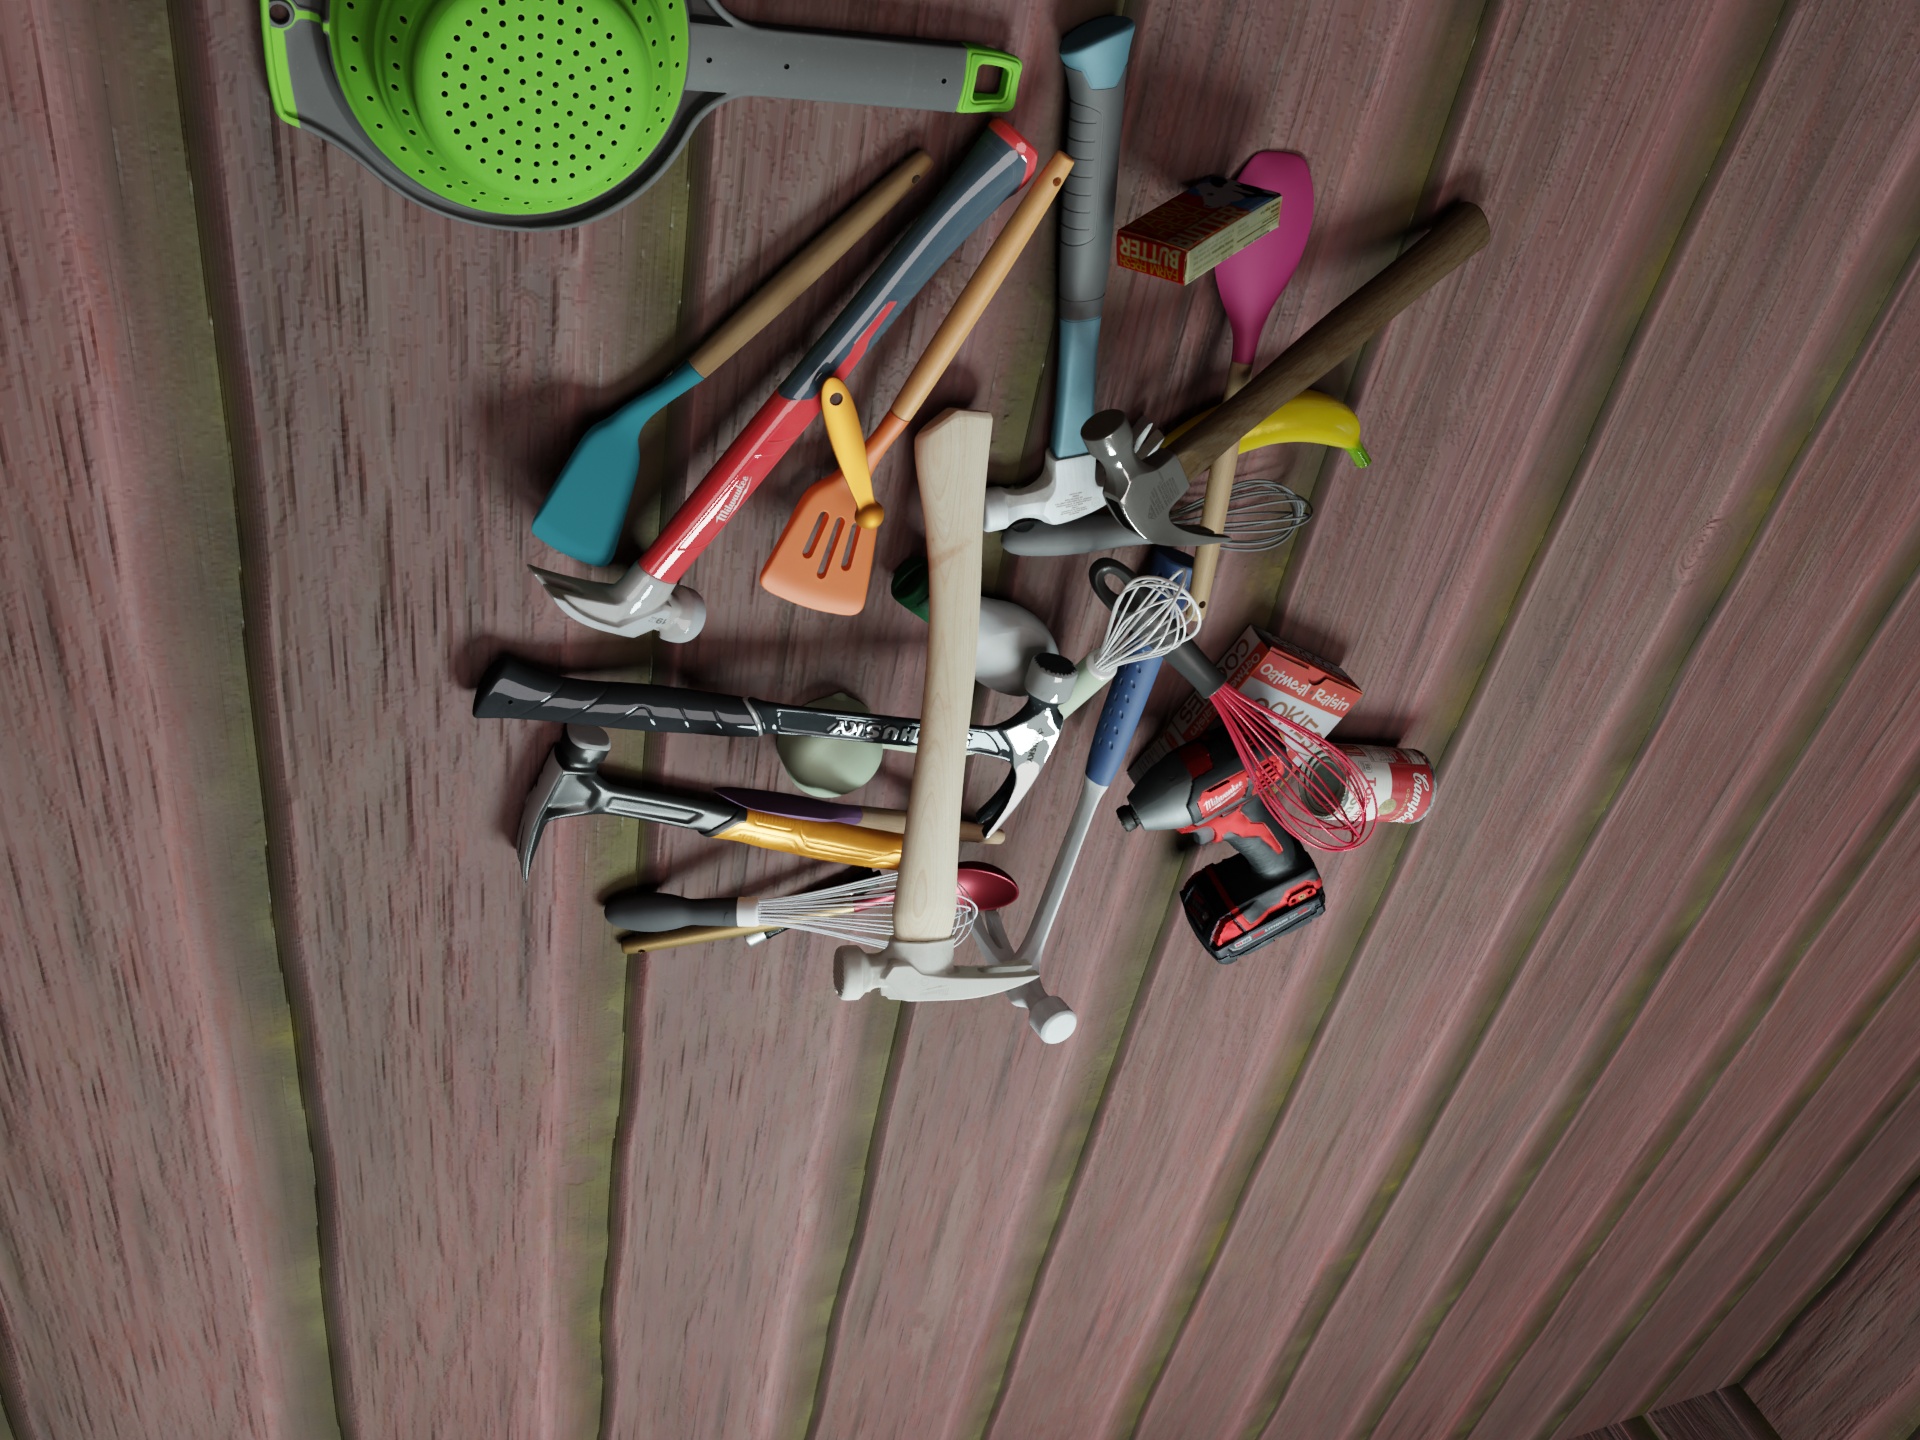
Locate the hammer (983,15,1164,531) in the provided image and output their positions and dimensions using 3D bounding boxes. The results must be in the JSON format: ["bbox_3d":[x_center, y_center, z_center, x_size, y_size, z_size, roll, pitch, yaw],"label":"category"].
[{"bbox_3d":[0.076,-0.270,1.008,0.128,0.033,0.330,-12,132,-15],"label":"hammer"}]

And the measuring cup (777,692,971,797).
[{"bbox_3d":[-0.054,0.025,1.196,0.167,0.038,0.083,4,126,-26],"label":"measuring cup"}]

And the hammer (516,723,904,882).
[{"bbox_3d":[-0.161,0.085,1.200,0.336,0.034,0.127,13,121,-34],"label":"hammer"}]

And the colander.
[{"bbox_3d":[-0.138,-0.328,0.808,0.397,0.095,0.204,-5,130,-23],"label":"colander"}]

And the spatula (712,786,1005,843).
[{"bbox_3d":[-0.064,0.073,1.198,0.315,0.060,0.018,13,97,-51],"label":"spatula"}]

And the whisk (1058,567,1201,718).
[{"bbox_3d":[0.105,-0.044,1.141,0.057,0.059,0.246,30,153,-7],"label":"whisk"}]

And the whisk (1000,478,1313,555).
[{"bbox_3d":[0.143,-0.142,1.148,0.239,0.055,0.055,-7,131,-14],"label":"whisk"}]

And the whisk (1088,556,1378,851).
[{"bbox_3d":[0.199,-0.010,1.164,0.073,0.073,0.295,-43,100,13],"label":"whisk"}]

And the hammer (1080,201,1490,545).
[{"bbox_3d":[0.229,-0.236,1.061,0.331,0.031,0.129,-39,129,-10],"label":"hammer"}]

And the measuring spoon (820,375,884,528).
[{"bbox_3d":[-0.065,-0.161,0.973,0.021,0.011,0.116,-24,137,-9],"label":"measuring spoon"}]

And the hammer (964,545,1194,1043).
[{"bbox_3d":[0.101,0.052,1.259,0.035,0.144,0.405,1,119,-34],"label":"hammer"}]

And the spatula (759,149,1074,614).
[{"bbox_3d":[-0.021,-0.205,0.986,0.081,0.041,0.322,16,122,-36],"label":"spatula"}]

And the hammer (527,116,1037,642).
[{"bbox_3d":[-0.100,-0.202,0.951,0.386,0.038,0.143,-48,157,14],"label":"hammer"}]

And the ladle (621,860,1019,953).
[{"bbox_3d":[-0.111,0.152,1.261,0.315,0.031,0.069,-10,144,-6],"label":"ladle"}]

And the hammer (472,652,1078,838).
[{"bbox_3d":[-0.126,0.003,1.105,0.408,0.036,0.149,6,121,-19],"label":"hammer"}]

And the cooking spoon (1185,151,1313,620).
[{"bbox_3d":[0.186,-0.217,1.076,0.068,0.017,0.318,-3,116,-21],"label":"cooking spoon"}]

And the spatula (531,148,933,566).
[{"bbox_3d":[-0.132,-0.218,0.944,0.317,0.044,0.082,-41,158,9],"label":"spatula"}]

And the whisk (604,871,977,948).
[{"bbox_3d":[-0.129,0.145,1.210,0.284,0.070,0.070,0,131,0],"label":"whisk"}]

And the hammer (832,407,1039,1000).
[{"bbox_3d":[-0.002,-0.003,1.086,0.146,0.038,0.410,1,104,-16],"label":"hammer"}]

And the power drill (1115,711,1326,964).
[{"bbox_3d":[0.217,0.099,1.317,0.143,0.079,0.219,-28,133,0],"label":"power drill"}]
